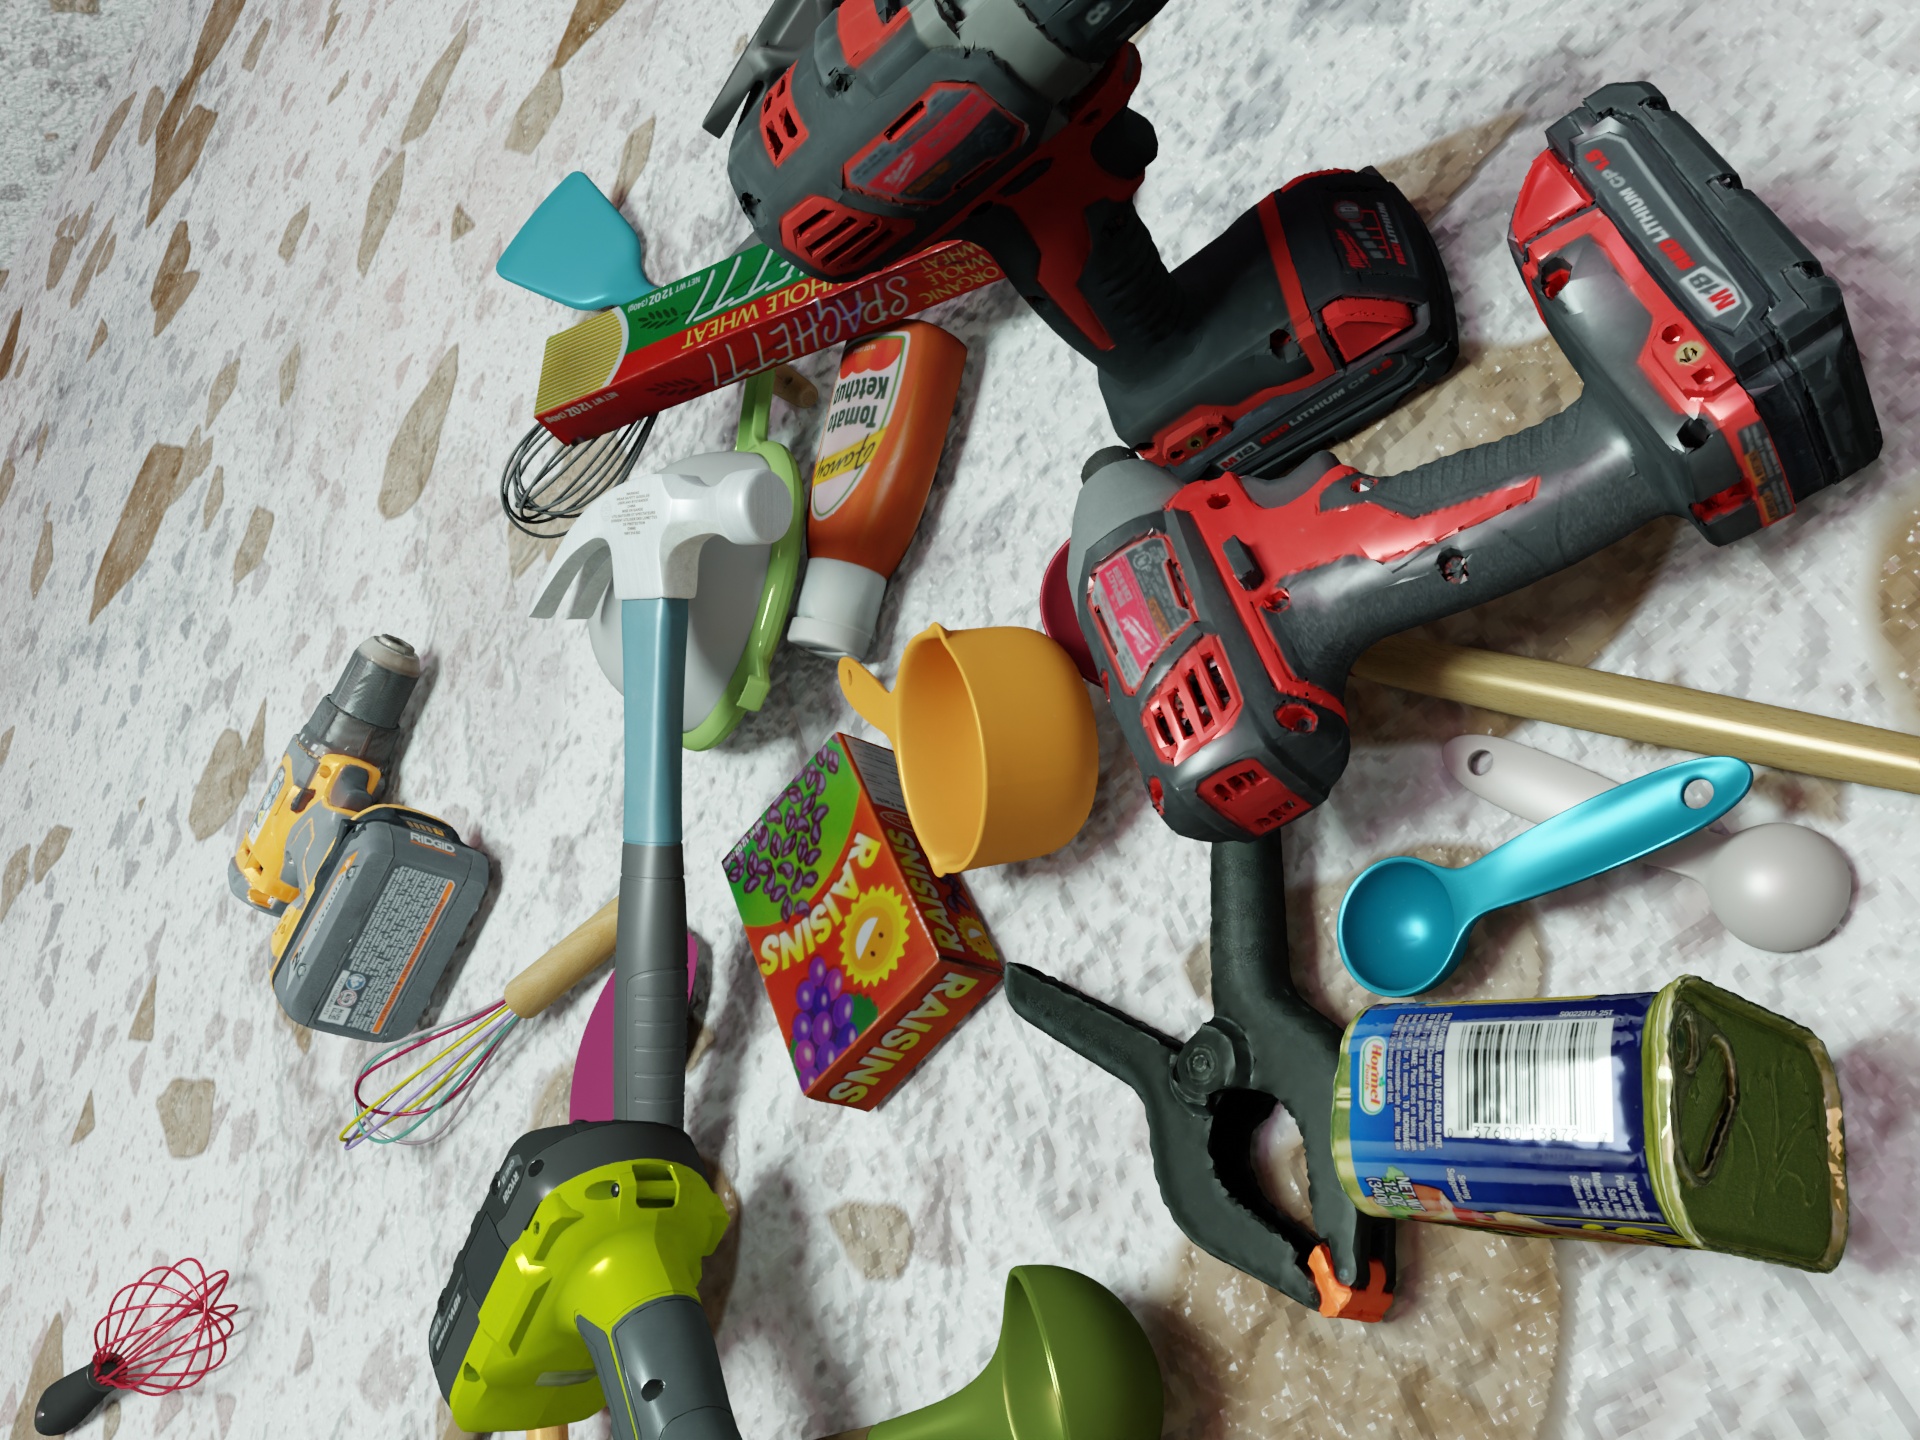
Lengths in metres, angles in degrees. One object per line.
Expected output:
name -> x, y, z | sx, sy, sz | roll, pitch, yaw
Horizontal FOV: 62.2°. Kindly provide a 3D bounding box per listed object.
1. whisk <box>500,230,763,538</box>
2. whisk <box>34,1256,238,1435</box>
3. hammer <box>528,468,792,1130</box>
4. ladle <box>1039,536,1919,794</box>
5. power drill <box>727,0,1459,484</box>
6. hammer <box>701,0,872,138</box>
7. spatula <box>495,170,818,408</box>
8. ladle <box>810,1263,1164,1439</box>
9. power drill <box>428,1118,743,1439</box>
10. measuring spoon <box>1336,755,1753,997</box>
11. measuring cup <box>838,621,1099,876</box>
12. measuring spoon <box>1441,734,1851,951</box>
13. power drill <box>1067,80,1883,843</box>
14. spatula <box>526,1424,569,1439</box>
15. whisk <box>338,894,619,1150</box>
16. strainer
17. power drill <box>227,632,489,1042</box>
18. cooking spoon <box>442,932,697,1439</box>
whisk -> -0.143, -0.185, 0.807 | 0.239, 0.055, 0.055 | -47, 43, -6
whisk -> -0.514, 0.393, 0.969 | 0.296, 0.073, 0.073 | -37, 50, 37
hammer -> -0.128, 0.064, 0.663 | 0.128, 0.033, 0.331 | 3, 93, 37
ladle -> 0.147, -0.018, 0.495 | 0.316, 0.031, 0.069 | 17, 86, 46
power drill -> 0.067, -0.171, 0.490 | 0.188, 0.226, 0.080 | -30, 54, 34
hammer -> -0.026, -0.292, 0.778 | 0.127, 0.034, 0.337 | -54, 44, 13
spatula -> -0.167, -0.233, 0.889 | 0.082, 0.044, 0.318 | -51, 45, -1
ladle -> -0.054, 0.262, 0.559 | 0.320, 0.062, 0.078 | -33, 58, 35
power drill -> -0.111, 0.270, 0.545 | 0.229, 0.080, 0.190 | 47, 116, 47
measuring spoon -> 0.164, 0.043, 0.449 | 0.128, 0.021, 0.042 | -33, 52, 36
measuring cup -> -0.001, -0.002, 0.617 | 0.174, 0.052, 0.095 | -144, 51, -64
measuring spoon -> 0.183, 0.027, 0.444 | 0.124, 0.018, 0.034 | 29, 95, 48
power drill -> 0.131, -0.073, 0.470 | 0.219, 0.078, 0.143 | -34, 52, 20
spatula -> -0.148, 0.381, 0.609 | 0.081, 0.041, 0.323 | -36, 51, 35
whisk -> -0.232, 0.150, 0.799 | 0.245, 0.047, 0.051 | -38, 49, 22
strainer -> -0.126, -0.116, 0.748 | 0.151, 0.069, 0.256 | -16, 64, 60
power drill -> -0.348, 0.060, 0.926 | 0.226, 0.084, 0.185 | 33, 96, 52
cooking spoon -> -0.191, 0.241, 0.731 | 0.069, 0.017, 0.319 | 24, 90, 48
